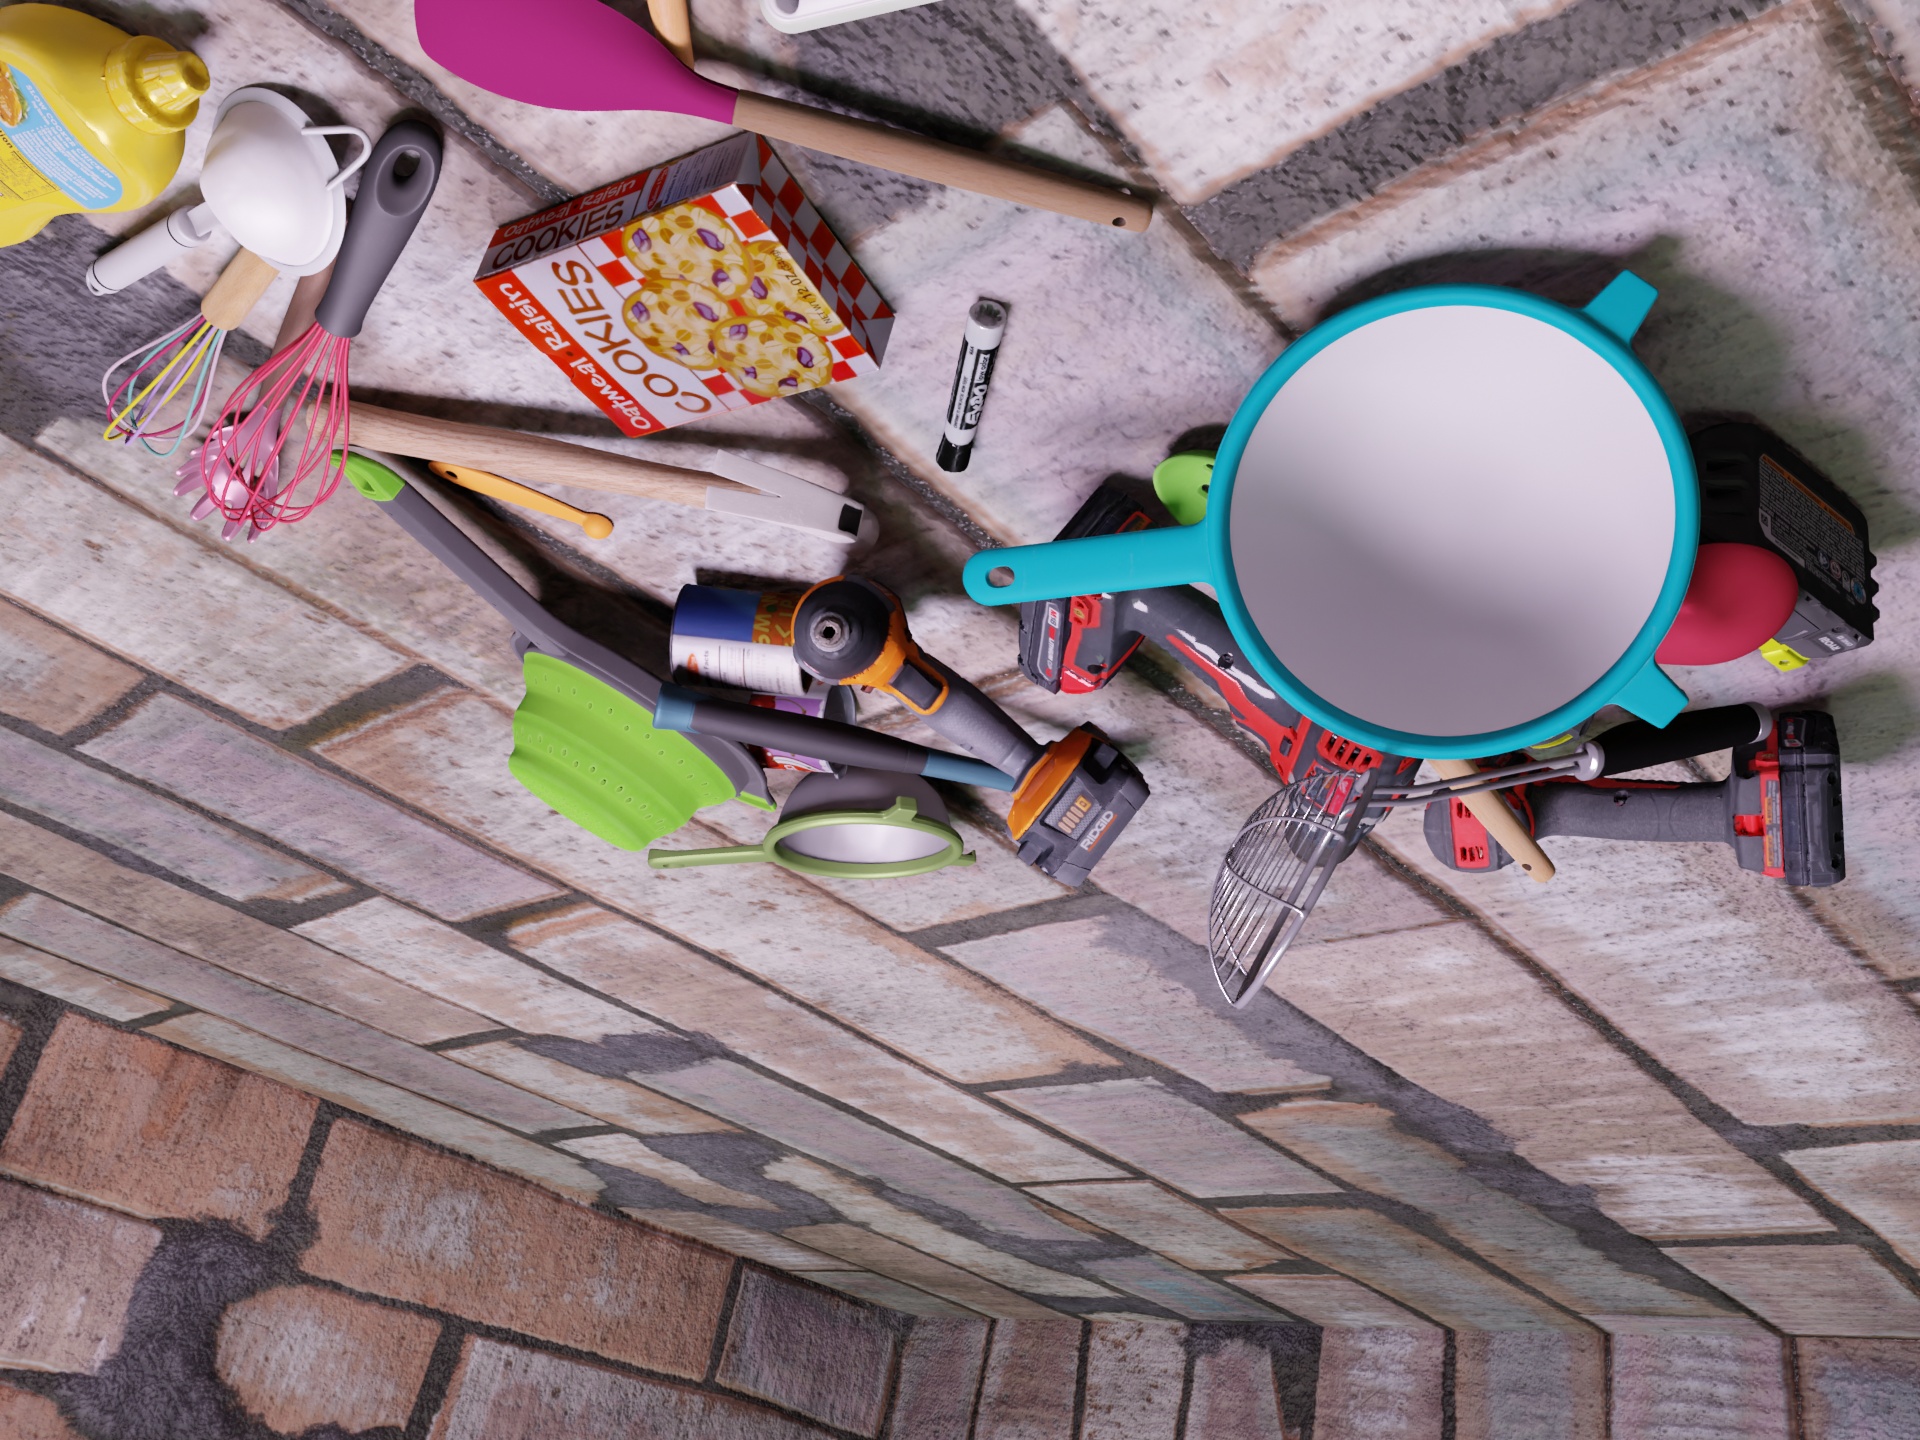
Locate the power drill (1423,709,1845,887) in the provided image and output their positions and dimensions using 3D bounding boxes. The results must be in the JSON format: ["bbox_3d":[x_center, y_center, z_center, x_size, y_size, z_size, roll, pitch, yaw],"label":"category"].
[{"bbox_3d":[0.396,0.045,0.943,0.220,0.078,0.143,-3,-169,27],"label":"power drill"}]

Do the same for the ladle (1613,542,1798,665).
[{"bbox_3d":[0.287,-0.020,0.829,0.069,0.031,0.315,36,153,-14],"label":"ladle"}]

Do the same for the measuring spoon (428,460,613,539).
[{"bbox_3d":[-0.273,-0.136,0.986,0.117,0.011,0.021,20,150,-13],"label":"measuring spoon"}]

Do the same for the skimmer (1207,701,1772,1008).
[{"bbox_3d":[0.278,0.054,0.785,0.363,0.090,0.127,-10,145,-21],"label":"skimmer"}]

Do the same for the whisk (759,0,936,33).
[{"bbox_3d":[0.030,-0.286,0.582,0.246,0.059,0.057,1,110,27],"label":"whisk"}]

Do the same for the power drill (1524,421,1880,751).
[{"bbox_3d":[0.330,-0.062,0.828,0.171,0.080,0.223,27,151,-26],"label":"power drill"}]

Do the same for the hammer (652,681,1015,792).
[{"bbox_3d":[-0.039,0.023,1.044,0.330,0.033,0.128,12,-175,-19],"label":"hammer"}]

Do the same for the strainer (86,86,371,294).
[{"bbox_3d":[-0.383,-0.247,0.796,0.258,0.050,0.086,-5,112,40],"label":"strainer"}]

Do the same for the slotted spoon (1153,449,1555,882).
[{"bbox_3d":[0.219,-0.029,0.855,0.313,0.031,0.070,48,152,-8],"label":"slotted spoon"}]

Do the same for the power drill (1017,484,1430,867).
[{"bbox_3d":[0.145,-0.012,0.884,0.227,0.080,0.187,33,157,17],"label":"power drill"}]

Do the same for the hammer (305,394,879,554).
[{"bbox_3d":[-0.217,-0.144,0.898,0.331,0.031,0.130,12,-179,11],"label":"hammer"}]

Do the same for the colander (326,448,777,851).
[{"bbox_3d":[-0.283,-0.019,1.048,0.205,0.094,0.396,16,157,42],"label":"colander"}]

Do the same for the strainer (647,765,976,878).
[{"bbox_3d":[-0.122,0.074,1.217,0.256,0.069,0.151,-6,158,18],"label":"strainer"}]

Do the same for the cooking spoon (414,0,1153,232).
[{"bbox_3d":[-0.070,-0.254,0.676,0.318,0.017,0.068,12,155,-9],"label":"cooking spoon"}]

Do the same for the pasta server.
[{"bbox_3d":[-0.392,-0.192,0.908,0.060,0.040,0.316,35,144,-17],"label":"pasta server"}]

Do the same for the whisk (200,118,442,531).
[{"bbox_3d":[-0.330,-0.194,0.826,0.073,0.073,0.295,26,133,-23],"label":"whisk"}]

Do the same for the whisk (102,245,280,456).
[{"bbox_3d":[-0.416,-0.210,0.872,0.245,0.051,0.047,-26,172,41],"label":"whisk"}]

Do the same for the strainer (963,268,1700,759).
[{"bbox_3d":[0.171,-0.089,0.770,0.340,0.211,0.095,-4,-171,26],"label":"strainer"}]

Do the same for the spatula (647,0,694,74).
[{"bbox_3d":[-0.122,-0.346,0.538,0.081,0.041,0.322,9,151,5],"label":"spatula"}]

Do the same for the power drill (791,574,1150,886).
[{"bbox_3d":[-0.001,-0.003,0.924,0.226,0.084,0.164,37,-175,1],"label":"power drill"}]
